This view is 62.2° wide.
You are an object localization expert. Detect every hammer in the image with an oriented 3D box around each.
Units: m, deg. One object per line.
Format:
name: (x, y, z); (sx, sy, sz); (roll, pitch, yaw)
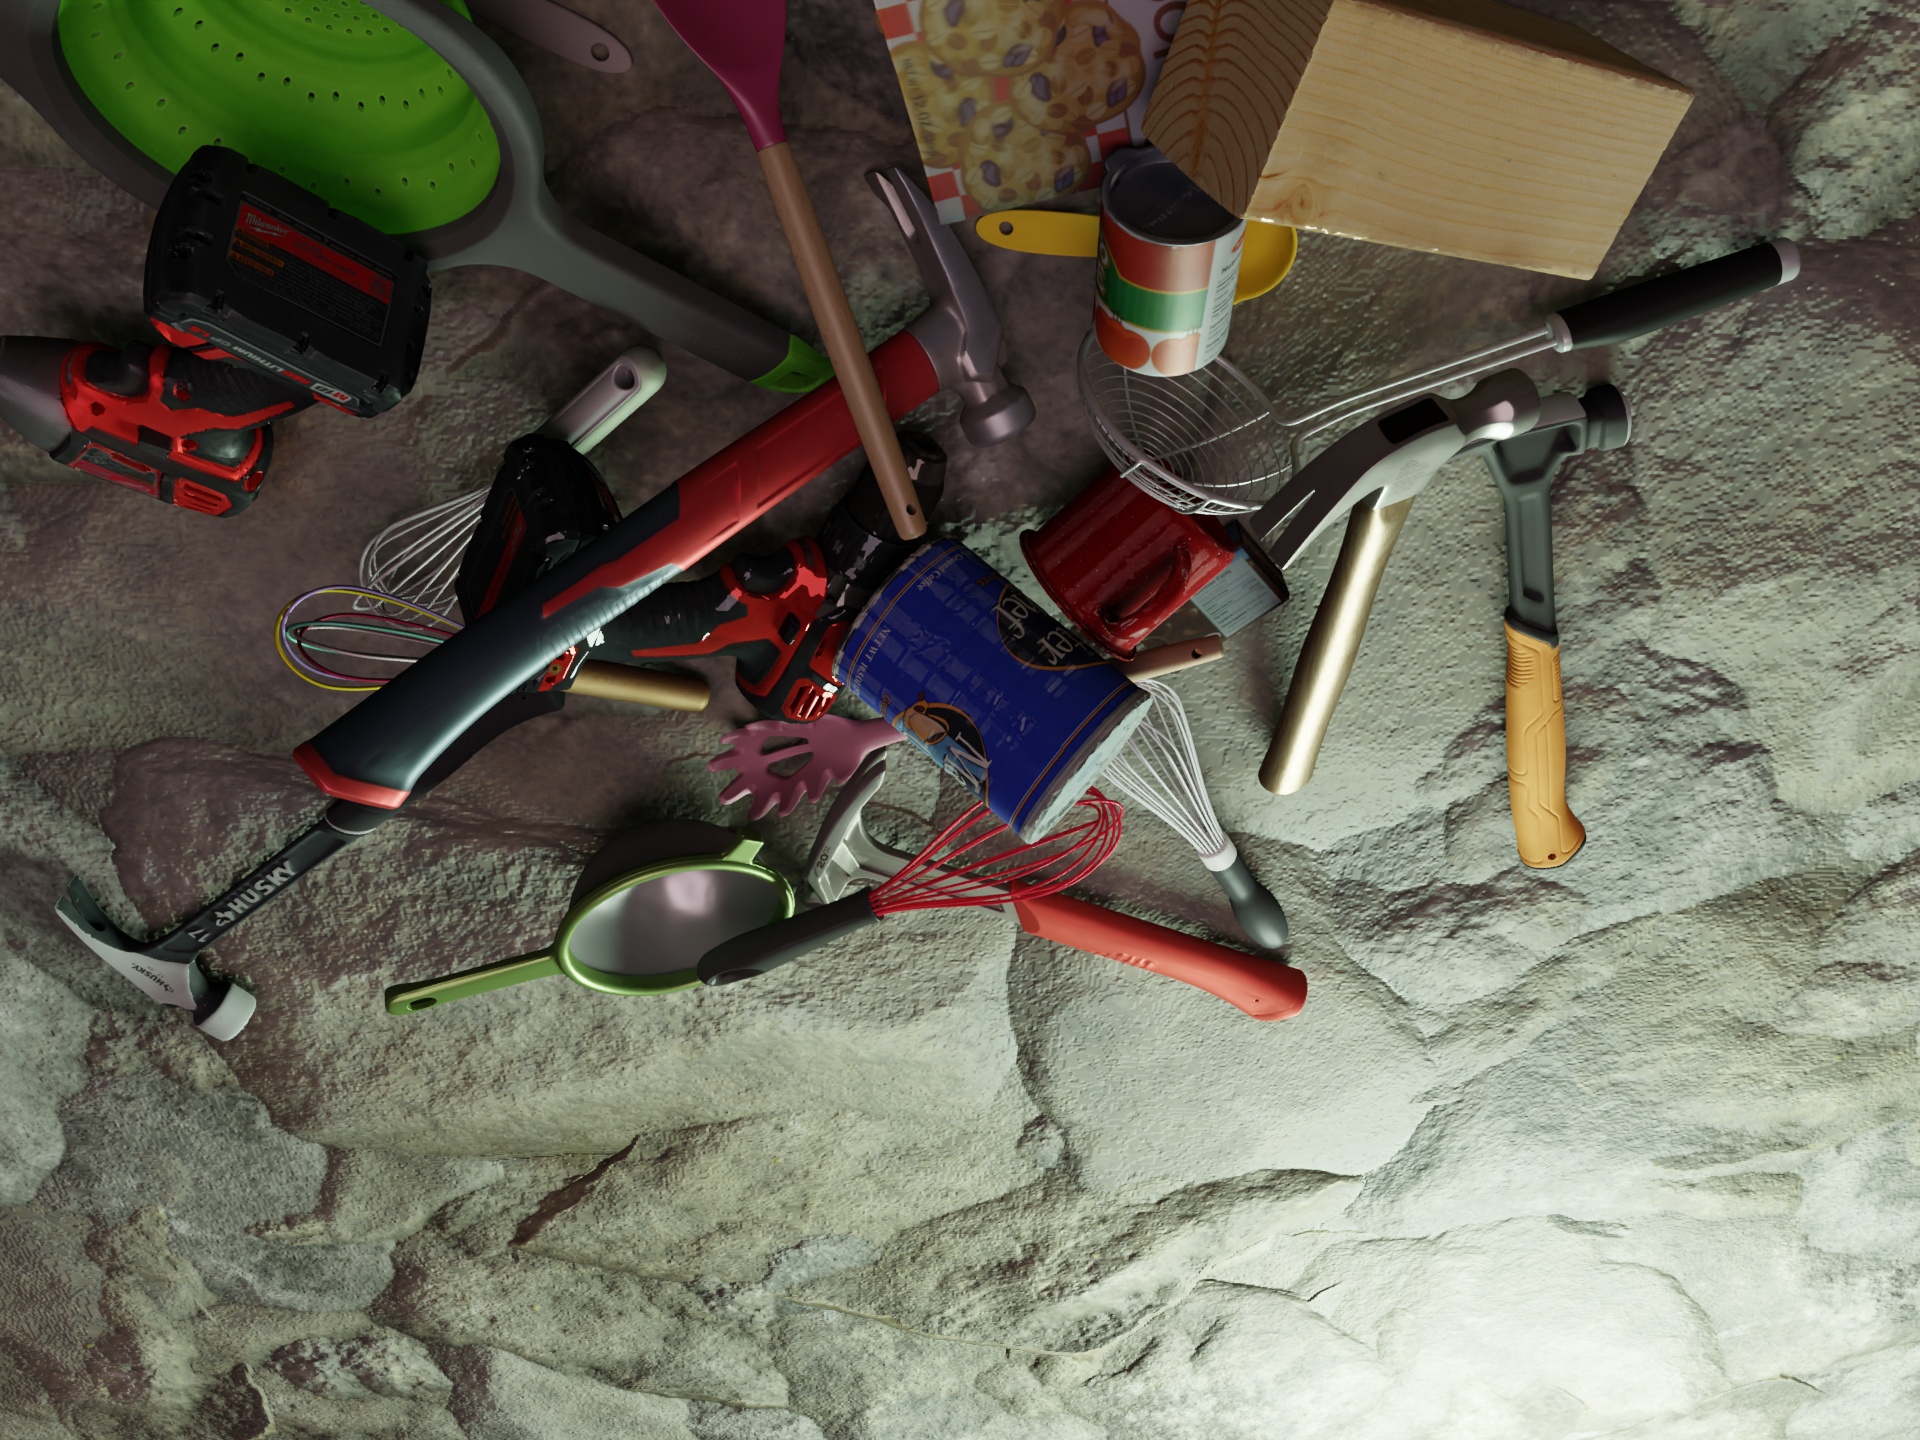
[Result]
hammer: (0.331, -0.034, 0.942); (0.127, 0.034, 0.336); (-14, 127, 8)
hammer: (-0.138, -0.101, 0.726); (0.386, 0.038, 0.143); (-39, 116, -19)
hammer: (0.201, -0.050, 0.855); (0.130, 0.031, 0.331); (-21, 151, -13)
hammer: (-0.400, 0.068, 0.999); (0.409, 0.036, 0.149); (-33, 121, 21)
hammer: (0.076, 0.127, 1.059); (0.359, 0.037, 0.149); (19, 125, -15)

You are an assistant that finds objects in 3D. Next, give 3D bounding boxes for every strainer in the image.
strainer: (-0.236, 0.122, 1.003); (0.256, 0.069, 0.151); (-15, 145, -6)

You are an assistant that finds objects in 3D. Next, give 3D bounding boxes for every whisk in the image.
whisk: (-0.238, -0.120, 0.830); (0.246, 0.059, 0.058); (-32, 91, 29)
whisk: (-0.253, -0.028, 0.884); (0.244, 0.047, 0.051); (10, 147, -34)
whisk: (-0.036, 0.105, 0.977); (0.296, 0.073, 0.073); (-24, 125, 15)
whisk: (0.149, 0.063, 1.001); (0.070, 0.070, 0.284); (-25, 130, 17)

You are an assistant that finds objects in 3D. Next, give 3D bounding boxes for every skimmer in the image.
skimmer: (0.238, -0.190, 0.780); (0.363, 0.127, 0.090); (-18, 147, 3)

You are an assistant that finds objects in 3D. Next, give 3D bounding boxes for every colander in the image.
colander: (-0.214, -0.262, 0.716); (0.396, 0.095, 0.204); (20, 154, -39)

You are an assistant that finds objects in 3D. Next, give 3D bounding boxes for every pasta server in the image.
pasta server: (-0.001, -0.003, 0.926); (0.316, 0.040, 0.060); (-14, 103, 21)

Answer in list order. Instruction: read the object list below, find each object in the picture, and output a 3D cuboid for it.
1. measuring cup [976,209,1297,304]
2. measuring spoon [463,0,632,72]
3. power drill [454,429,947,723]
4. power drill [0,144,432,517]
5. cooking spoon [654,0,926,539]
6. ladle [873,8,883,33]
measuring cup: (0.087, -0.243, 0.783); (0.156, 0.029, 0.062); (7, 131, 8)
measuring spoon: (-0.207, -0.319, 0.711); (0.124, 0.018, 0.034); (20, 125, -18)
power drill: (-0.126, -0.084, 0.828); (0.226, 0.080, 0.187); (5, 132, -37)
power drill: (-0.358, -0.167, 0.736); (0.220, 0.079, 0.143); (-16, 152, 39)
cooking spoon: (-0.075, -0.231, 0.711); (0.069, 0.017, 0.318); (-29, 107, -28)
ladle: (0.112, -0.353, 0.691); (0.315, 0.031, 0.069); (-14, 131, 11)
